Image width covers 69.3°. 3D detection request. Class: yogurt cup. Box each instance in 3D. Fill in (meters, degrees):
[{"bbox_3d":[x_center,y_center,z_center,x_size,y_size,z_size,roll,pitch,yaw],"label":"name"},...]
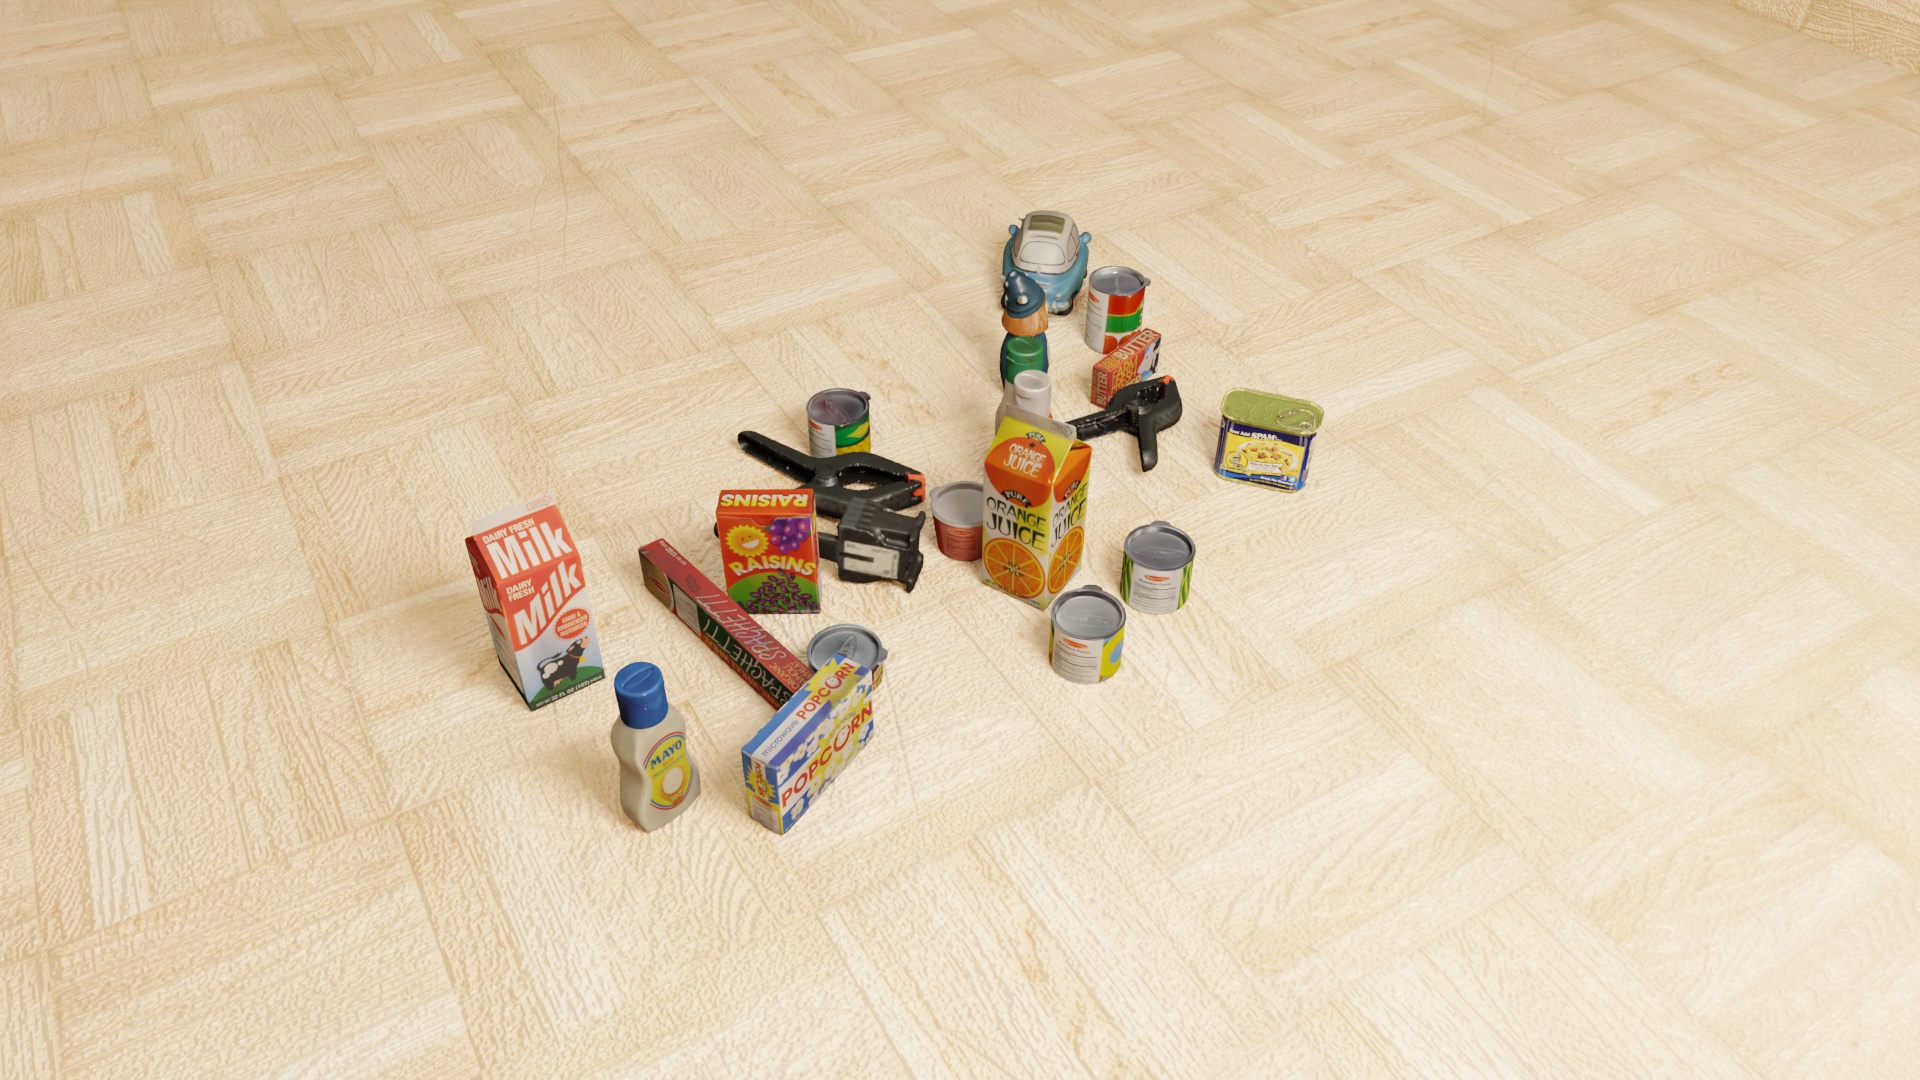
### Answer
[{"bbox_3d":[0.005,-0.017,1.347,0.072,0.053,0.073,0,41,0],"label":"yogurt cup"}]

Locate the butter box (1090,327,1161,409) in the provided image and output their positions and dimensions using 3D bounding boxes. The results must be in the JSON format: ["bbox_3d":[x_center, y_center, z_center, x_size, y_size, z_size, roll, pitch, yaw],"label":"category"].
[{"bbox_3d":[0.186,-0.193,1.554,0.024,0.052,0.104,29,48,29],"label":"butter box"}]

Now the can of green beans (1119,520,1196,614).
[{"bbox_3d":[0.183,0.027,1.296,0.071,0.057,0.071,0,41,0],"label":"can of green beans"}]

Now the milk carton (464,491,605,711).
[{"bbox_3d":[-0.359,0.045,1.167,0.072,0.189,0.073,-25,47,-27],"label":"milk carton"}]

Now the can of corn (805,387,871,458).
[{"bbox_3d":[-0.125,-0.119,1.461,0.071,0.058,0.071,0,41,0],"label":"can of corn"}]

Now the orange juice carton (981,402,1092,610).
[{"bbox_3d":[0.069,-0.037,1.266,0.072,0.191,0.073,23,46,24],"label":"orange juice carton"}]

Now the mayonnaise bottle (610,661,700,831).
[{"bbox_3d":[-0.238,0.157,1.071,0.041,0.147,0.065,30,49,29],"label":"mayonnaise bottle"}]

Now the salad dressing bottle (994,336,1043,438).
[{"bbox_3d":[0.063,-0.137,1.416,0.044,0.146,0.064,-25,47,-27],"label":"salad dressing bottle"}]

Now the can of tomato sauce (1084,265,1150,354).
[{"bbox_3d":[0.182,-0.268,1.618,0.071,0.082,0.071,0,41,0],"label":"can of tomato sauce"}]

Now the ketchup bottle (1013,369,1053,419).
[{"bbox_3d":[0.069,-0.098,1.370,0.065,0.148,0.044,27,47,28],"label":"ketchup bottle"}]

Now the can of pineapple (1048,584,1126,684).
[{"bbox_3d":[0.112,0.084,1.229,0.071,0.057,0.071,0,41,0],"label":"can of pineapple"}]

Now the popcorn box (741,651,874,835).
[{"bbox_3d":[-0.120,0.162,1.114,0.038,0.084,0.127,23,45,24],"label":"popcorn box"}]

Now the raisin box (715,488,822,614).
[{"bbox_3d":[-0.172,0.011,1.259,0.086,0.122,0.040,0,41,0],"label":"raisin box"}]

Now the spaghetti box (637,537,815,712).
[{"bbox_3d":[-0.206,0.081,1.234,0.029,0.049,0.250,-30,50,-31],"label":"spaghetti box"}]

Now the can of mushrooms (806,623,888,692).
[{"bbox_3d":[-0.098,0.107,1.217,0.071,0.033,0.071,0,41,0],"label":"can of mushrooms"}]
